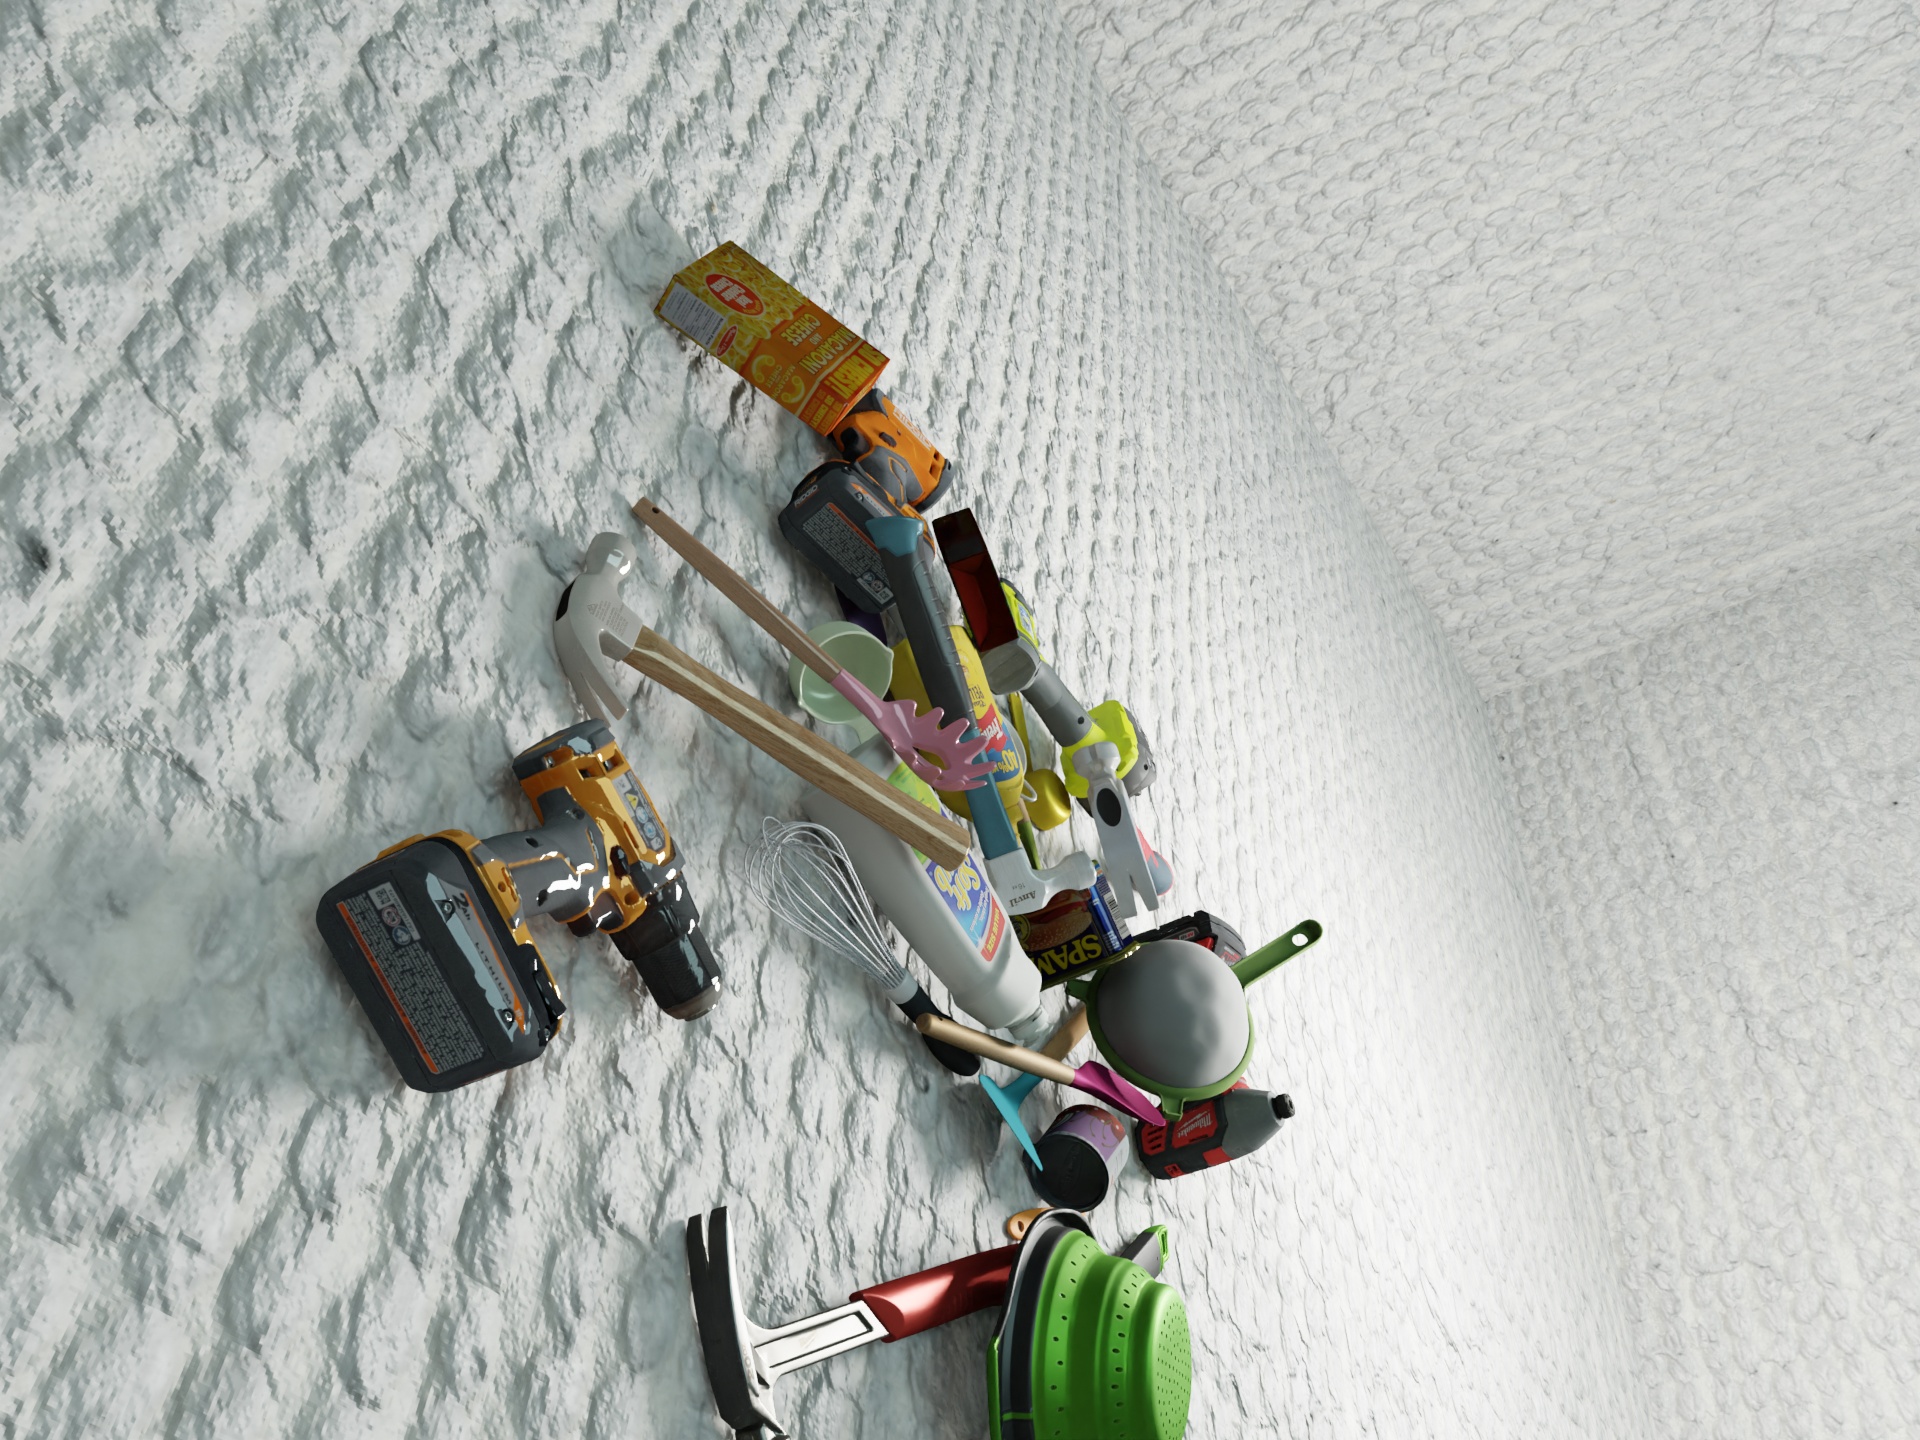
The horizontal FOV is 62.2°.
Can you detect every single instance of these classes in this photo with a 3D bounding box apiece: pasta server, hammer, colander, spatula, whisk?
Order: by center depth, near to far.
[{"bbox_3d":[-0.038,0.365,1.017,0.358,0.036,0.149,13,58,-58],"label":"hammer"},{"bbox_3d":[-0.125,0.010,1.065,0.331,0.031,0.130,35,42,-23],"label":"hammer"},{"bbox_3d":[-0.060,0.168,1.122,0.284,0.070,0.070,54,28,-32],"label":"whisk"},{"bbox_3d":[-0.106,-0.054,1.137,0.316,0.040,0.060,41,42,-9],"label":"pasta server"},{"bbox_3d":[0.132,0.441,1.162,0.397,0.094,0.204,0,85,-68],"label":"colander"},{"bbox_3d":[-0.002,-0.004,1.243,0.033,0.128,0.331,-178,-112,-75],"label":"hammer"},{"bbox_3d":[0.080,0.275,1.301,0.082,0.044,0.317,55,25,4],"label":"spatula"},{"bbox_3d":[-0.052,-0.001,1.312,0.059,0.018,0.316,2,66,-60],"label":"spatula"},{"bbox_3d":[0.164,0.132,1.442,0.386,0.038,0.143,49,24,-71],"label":"hammer"}]

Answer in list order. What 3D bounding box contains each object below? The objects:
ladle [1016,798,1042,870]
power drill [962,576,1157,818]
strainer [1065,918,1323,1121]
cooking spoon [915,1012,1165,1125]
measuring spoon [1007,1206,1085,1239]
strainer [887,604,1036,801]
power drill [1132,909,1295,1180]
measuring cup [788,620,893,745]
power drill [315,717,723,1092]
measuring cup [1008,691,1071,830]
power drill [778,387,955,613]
[{"bbox_3d":[0.057,0.064,1.422,0.078,0.062,0.320,70,-2,-79],"label":"ladle"},{"bbox_3d":[0.085,-0.030,1.485,0.223,0.080,0.171,49,16,-25],"label":"power drill"},{"bbox_3d":[0.229,0.221,1.373,0.256,0.069,0.152,-24,61,-28],"label":"strainer"},{"bbox_3d":[0.067,0.268,1.225,0.318,0.017,0.069,32,10,-46],"label":"cooking spoon"},{"bbox_3d":[0.068,0.384,1.225,0.116,0.011,0.021,16,55,-58],"label":"measuring spoon"},{"bbox_3d":[-0.017,-0.033,1.379,0.087,0.050,0.258,-32,92,-51],"label":"strainer"},{"bbox_3d":[0.218,0.292,1.436,0.078,0.143,0.220,39,35,-43],"label":"power drill"},{"bbox_3d":[-0.081,-0.004,1.230,0.038,0.083,0.167,42,-22,51],"label":"measuring cup"},{"bbox_3d":[-0.215,0.113,0.851,0.185,0.084,0.226,64,22,-8],"label":"power drill"},{"bbox_3d":[0.073,0.028,1.506,0.062,0.029,0.157,26,47,-54],"label":"measuring cup"},{"bbox_3d":[-0.085,-0.208,1.345,0.164,0.084,0.227,43,28,-22],"label":"power drill"}]
